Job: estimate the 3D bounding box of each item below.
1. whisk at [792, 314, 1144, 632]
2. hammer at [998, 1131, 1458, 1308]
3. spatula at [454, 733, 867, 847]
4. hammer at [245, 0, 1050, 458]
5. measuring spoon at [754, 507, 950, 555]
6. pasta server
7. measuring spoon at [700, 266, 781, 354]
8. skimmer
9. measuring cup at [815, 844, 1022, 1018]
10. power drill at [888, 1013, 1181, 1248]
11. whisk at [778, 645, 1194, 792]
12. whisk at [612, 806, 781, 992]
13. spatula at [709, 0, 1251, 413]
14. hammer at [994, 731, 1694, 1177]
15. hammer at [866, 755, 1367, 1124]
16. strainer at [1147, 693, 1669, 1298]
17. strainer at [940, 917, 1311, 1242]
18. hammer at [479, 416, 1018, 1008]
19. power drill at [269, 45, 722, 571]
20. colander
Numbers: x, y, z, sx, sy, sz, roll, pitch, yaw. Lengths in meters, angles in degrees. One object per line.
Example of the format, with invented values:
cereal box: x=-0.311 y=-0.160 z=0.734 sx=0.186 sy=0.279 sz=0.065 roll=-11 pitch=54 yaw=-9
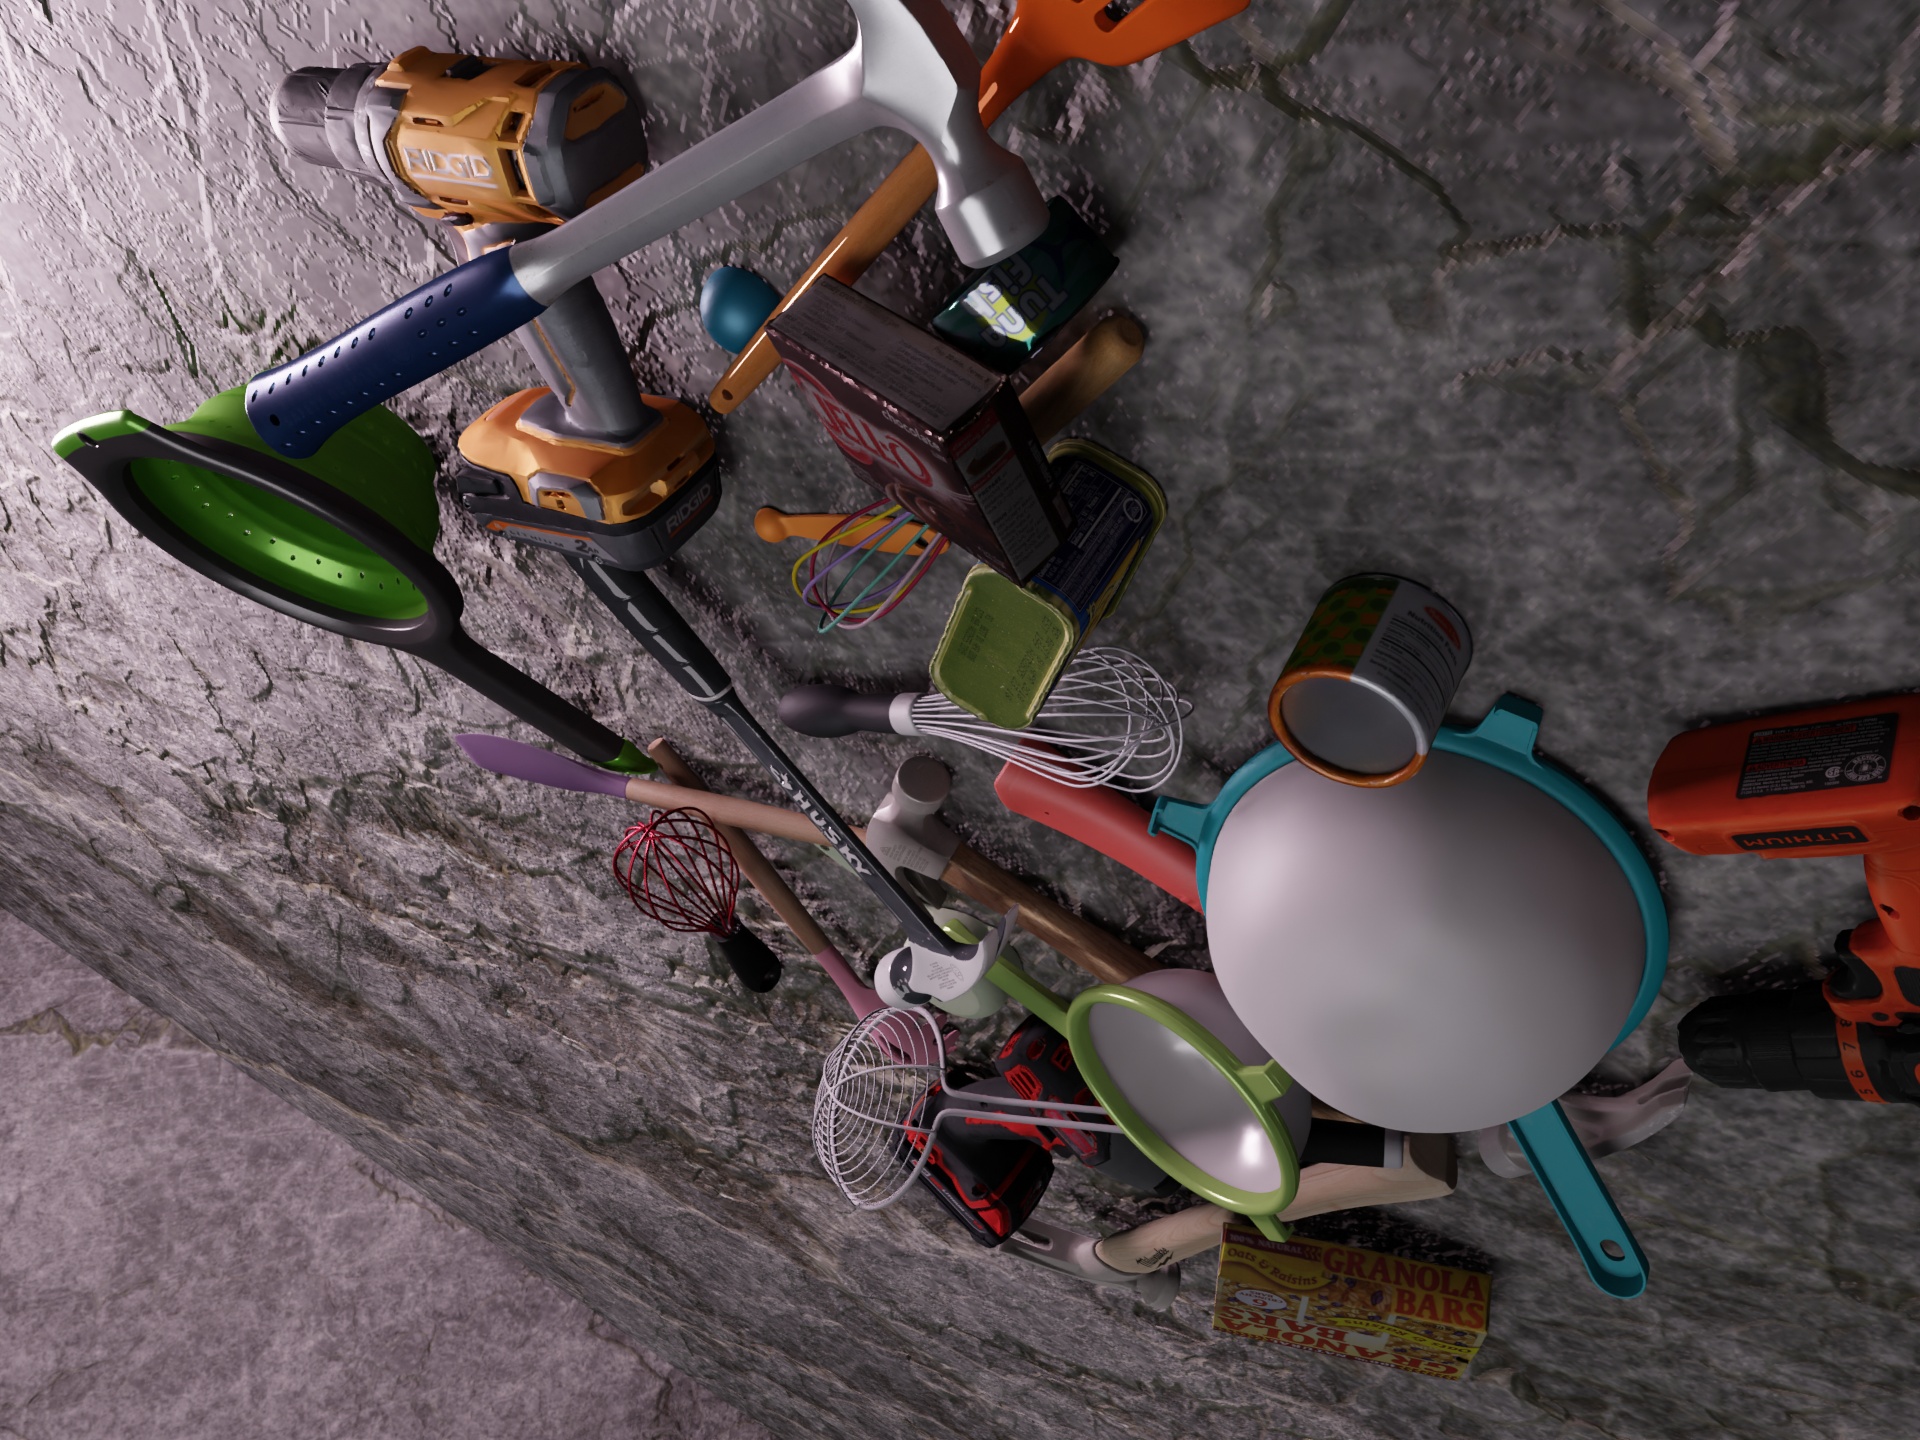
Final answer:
whisk: x=-0.006 y=-0.100 z=0.687 sx=0.047 sy=0.051 sz=0.245 roll=45 pitch=140 yaw=-9
hammer: x=0.172 y=0.326 z=1.053 sx=0.146 sy=0.038 sz=0.410 roll=23 pitch=146 yaw=-14
spatula: x=-0.190 y=0.048 z=1.020 sx=0.316 sy=0.018 sz=0.059 roll=12 pitch=151 yaw=18
hammer: x=-0.162 y=-0.182 z=0.617 sx=0.405 sy=0.035 sz=0.144 roll=-13 pitch=120 yaw=37
measuring spoon: x=-0.056 y=-0.090 z=0.776 sx=0.117 sy=0.011 sz=0.021 roll=10 pitch=139 yaw=32
pasta server: x=-0.107 y=0.130 z=1.084 sx=0.060 sy=0.040 sz=0.316 roll=-12 pitch=121 yaw=48
measuring spoon: x=-0.062 y=-0.152 z=0.694 sx=0.128 sy=0.021 sz=0.042 roll=32 pitch=146 yaw=4
skimmer: x=0.077 y=0.241 z=0.950 sx=0.363 sy=0.127 sz=0.090 roll=1 pitch=156 yaw=17
measuring cup: x=-0.037 y=0.131 z=1.010 sx=0.167 sy=0.038 sz=0.083 roll=38 pitch=146 yaw=-9
power drill: x=0.053 y=0.283 z=1.082 sx=0.143 sy=0.078 sz=0.219 roll=45 pitch=142 yaw=-1
whisk: x=-0.001 y=-0.001 z=0.804 sx=0.285 sy=0.070 sz=0.070 roll=1 pitch=135 yaw=46
whisk: x=-0.163 y=0.131 z=1.069 sx=0.073 sy=0.073 sz=0.295 roll=22 pitch=159 yaw=18
spatula: x=-0.022 y=-0.193 z=0.582 sx=0.081 sy=0.041 sz=0.322 roll=41 pitch=141 yaw=-13
hammer: x=0.179 y=0.111 z=0.805 sx=0.359 sy=0.037 sz=0.149 roll=33 pitch=146 yaw=2
hammer: x=0.090 y=0.143 z=0.924 sx=0.331 sy=0.031 sz=0.130 roll=32 pitch=146 yaw=4
strainer: x=0.226 y=0.161 z=0.716 sx=0.211 sy=0.095 sz=0.340 roll=-20 pitch=110 yaw=39
strainer: x=0.096 y=0.162 z=0.874 sx=0.257 sy=0.069 sz=0.151 roll=30 pitch=146 yaw=37
hammer: x=-0.123 y=-0.004 z=0.869 sx=0.409 sy=0.036 sz=0.149 roll=49 pitch=148 yaw=-7
power drill: x=-0.211 y=-0.191 z=0.726 sx=0.185 sy=0.084 sz=0.226 roll=16 pitch=138 yaw=25
colander: x=-0.317 y=-0.091 z=0.947 sx=0.204 sy=0.094 sz=0.396 roll=-2 pitch=150 yaw=41
